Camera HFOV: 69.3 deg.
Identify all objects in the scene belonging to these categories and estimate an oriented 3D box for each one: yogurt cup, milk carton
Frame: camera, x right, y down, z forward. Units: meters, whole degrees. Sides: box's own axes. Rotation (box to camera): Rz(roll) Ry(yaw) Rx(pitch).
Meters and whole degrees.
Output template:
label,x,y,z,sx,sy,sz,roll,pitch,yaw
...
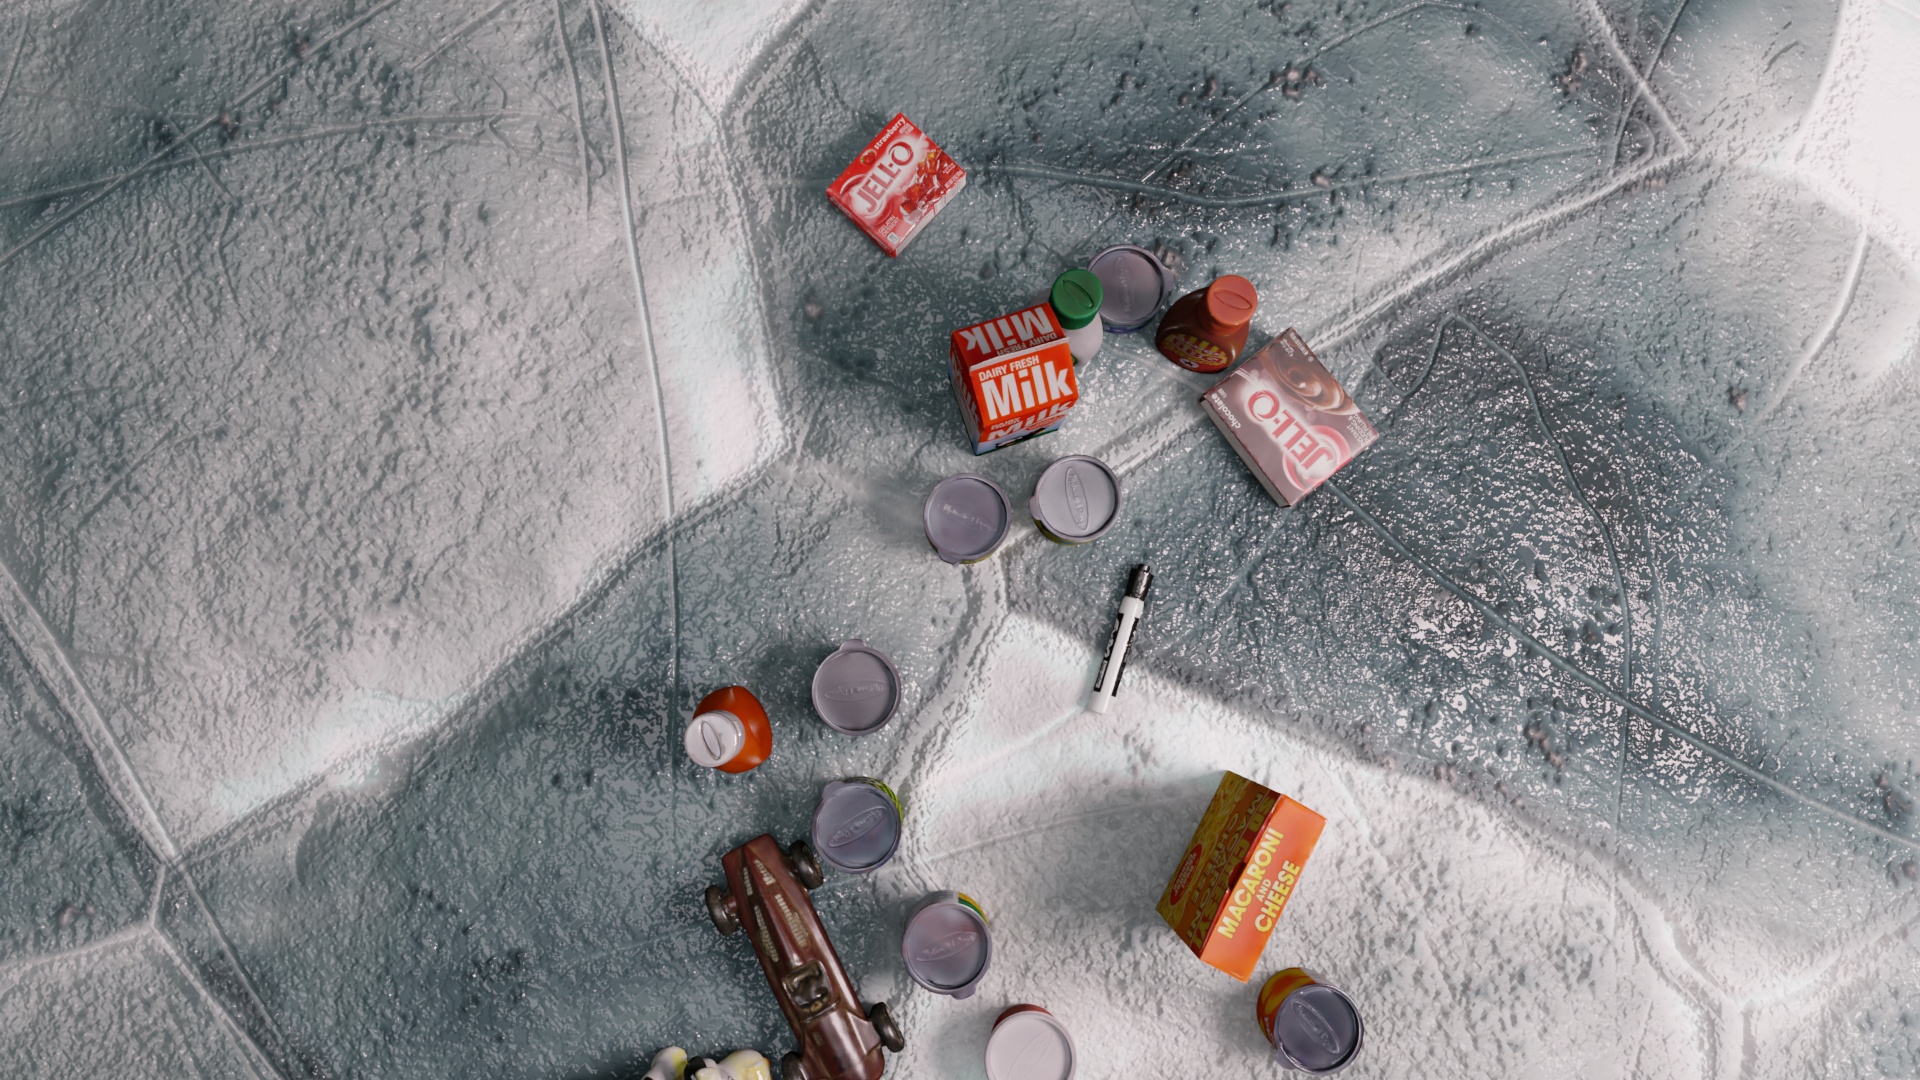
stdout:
label,x,y,z,sx,sy,sz,roll,pitch,yaw
yogurt cup,0.050,0.378,1.031,0.072,0.054,0.072,0,85,-1
milk carton,0.036,-0.117,1.007,0.072,0.190,0.073,-18,86,-2

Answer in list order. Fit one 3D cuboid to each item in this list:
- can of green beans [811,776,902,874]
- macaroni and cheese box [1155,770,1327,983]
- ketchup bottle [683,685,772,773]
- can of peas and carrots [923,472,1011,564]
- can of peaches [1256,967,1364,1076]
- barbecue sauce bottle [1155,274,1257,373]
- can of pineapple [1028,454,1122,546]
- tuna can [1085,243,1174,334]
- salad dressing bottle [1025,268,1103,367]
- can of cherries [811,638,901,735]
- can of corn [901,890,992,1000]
label,x,y,z,sx,sy,sz,roll,pitch,yaw
can of green beans,-0.076,0.212,1.041,0.071,0.058,0.071,0,85,-1
macaroni and cheese box,0.196,0.234,0.991,0.040,0.166,0.124,28,85,1
ketchup bottle,-0.168,0.138,1.000,0.043,0.148,0.065,-24,86,-3
can of peas and carrots,0.004,-0.013,1.063,0.071,0.058,0.071,0,85,-1
can of peaches,0.258,0.359,1.036,0.071,0.058,0.071,0,85,-1
barbecue sauce bottle,0.187,-0.162,1.035,0.065,0.148,0.043,23,85,1
can of pineapple,0.086,-0.030,1.067,0.071,0.058,0.071,0,85,-1
tuna can,0.131,-0.198,1.095,0.071,0.033,0.071,0,85,-1
salad dressing bottle,0.079,-0.166,1.034,0.064,0.147,0.044,42,86,2
can of cherries,-0.077,0.110,1.050,0.071,0.058,0.071,0,85,-1
can of corn,-0.009,0.300,1.035,0.071,0.058,0.071,0,85,-1
